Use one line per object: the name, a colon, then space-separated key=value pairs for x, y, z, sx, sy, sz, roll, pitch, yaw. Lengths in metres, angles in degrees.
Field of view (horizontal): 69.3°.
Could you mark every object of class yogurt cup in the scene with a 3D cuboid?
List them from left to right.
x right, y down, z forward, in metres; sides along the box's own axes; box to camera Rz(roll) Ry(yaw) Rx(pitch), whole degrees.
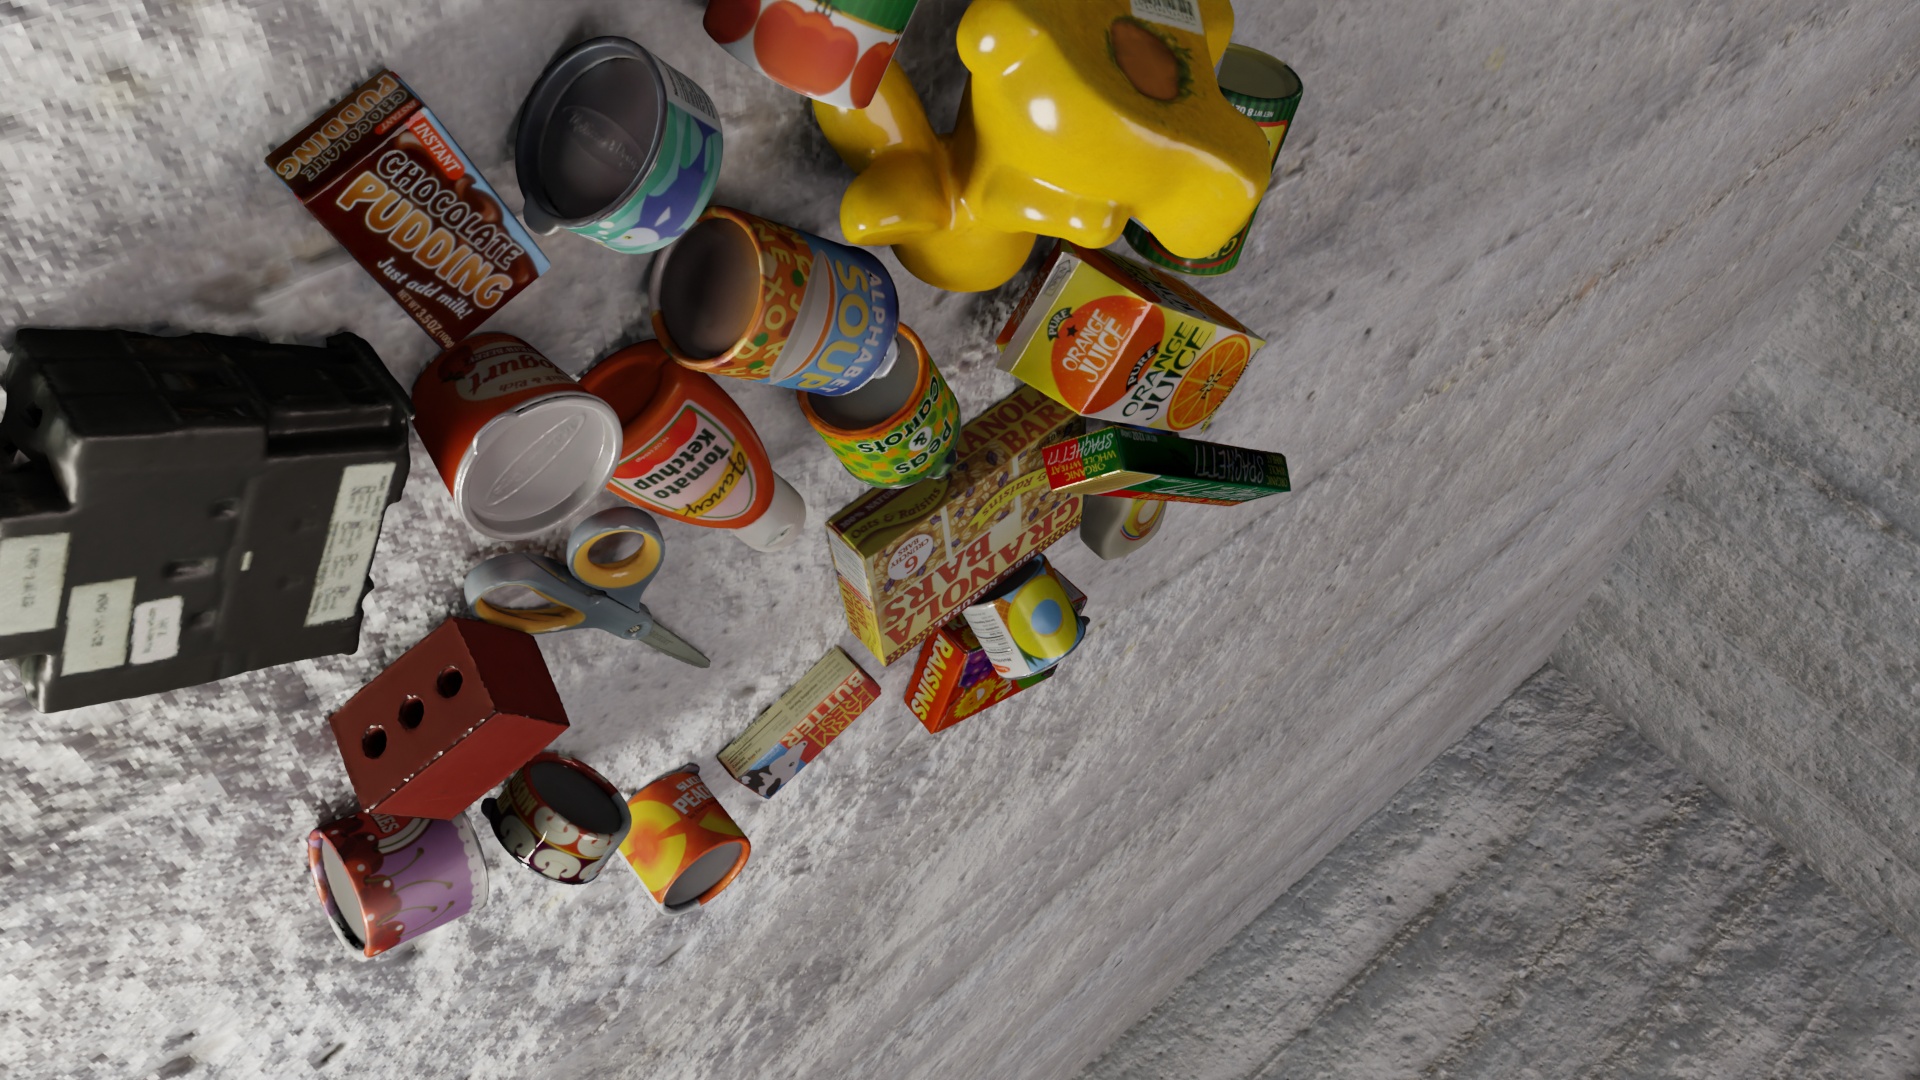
yogurt cup: x=-0.171 y=-0.042 z=0.528 sx=0.072 sy=0.054 sz=0.072 roll=-34 pitch=151 yaw=-22

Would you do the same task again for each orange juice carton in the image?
orange juice carton: x=0.089 y=-0.114 z=0.779 sx=0.193 sy=0.073 sz=0.071 roll=2 pitch=127 yaw=-55

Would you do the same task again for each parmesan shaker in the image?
parmesan shaker: x=0.129 y=-0.200 z=0.730 sx=0.071 sy=0.071 sz=0.102 roll=-25 pitch=146 yaw=-35

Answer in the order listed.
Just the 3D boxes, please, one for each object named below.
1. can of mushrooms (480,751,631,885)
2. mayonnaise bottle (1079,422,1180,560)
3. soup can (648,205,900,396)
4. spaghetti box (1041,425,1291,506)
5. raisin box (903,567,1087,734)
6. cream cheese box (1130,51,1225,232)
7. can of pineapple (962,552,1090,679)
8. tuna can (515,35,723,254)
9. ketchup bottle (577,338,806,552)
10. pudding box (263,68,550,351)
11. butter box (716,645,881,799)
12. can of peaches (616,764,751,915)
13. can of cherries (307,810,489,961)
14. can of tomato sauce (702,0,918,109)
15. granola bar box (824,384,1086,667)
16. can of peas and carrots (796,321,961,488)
can of mushrooms: x=-0.207 y=0.141 z=0.716 sx=0.033 sy=0.071 sz=0.071 roll=-52 pitch=152 yaw=11
mayonnaise bottle: x=0.119 y=-0.051 z=0.943 sx=0.065 sy=0.041 sz=0.147 roll=-30 pitch=149 yaw=-26
soup can: x=-0.074 y=-0.096 z=0.573 sx=0.084 sy=0.071 sz=0.071 roll=3 pitch=126 yaw=-56
spaghetti box: x=0.139 y=-0.044 z=0.878 sx=0.050 sy=0.029 sz=0.250 roll=-15 pitch=171 yaw=34
raisin box: x=0.025 y=0.078 z=0.988 sx=0.124 sy=0.040 sz=0.085 roll=-20 pitch=144 yaw=-40
cream cheese box: x=0.091 y=-0.209 z=0.676 sx=0.024 sy=0.053 sz=0.103 roll=-29 pitch=149 yaw=-33
can of pineapple: x=0.041 y=0.047 z=0.904 sx=0.071 sy=0.071 sz=0.057 roll=-36 pitch=109 yaw=-19
tuna can: x=-0.117 y=-0.131 z=0.471 sx=0.071 sy=0.071 sz=0.033 roll=-52 pitch=153 yaw=12
ketchup bottle: x=-0.117 y=-0.035 z=0.627 sx=0.064 sy=0.043 sz=0.148 roll=-37 pitch=154 yaw=4
pudding box: x=-0.178 y=-0.107 z=0.457 sx=0.050 sy=0.030 sz=0.083 roll=-43 pitch=153 yaw=-9
butter box: x=-0.100 y=0.116 z=0.876 sx=0.103 sy=0.024 sz=0.053 roll=-43 pitch=152 yaw=-7
can of peaches: x=-0.166 y=0.180 z=0.832 sx=0.071 sy=0.058 sz=0.071 roll=-34 pitch=151 yaw=-22
can of cherries: x=-0.264 y=0.152 z=0.650 sx=0.058 sy=0.071 sz=0.071 roll=-20 pitch=143 yaw=-40
can of tomato sauce: x=-0.045 y=-0.202 z=0.478 sx=0.071 sy=0.071 sz=0.082 roll=-7 pitch=134 yaw=-51
granola bar box: x=0.003 y=-0.010 z=0.835 sx=0.166 sy=0.039 sz=0.123 roll=-36 pitch=151 yaw=-19
can of peas and carrots: x=-0.037 y=-0.065 z=0.669 sx=0.071 sy=0.071 sz=0.058 roll=-44 pitch=152 yaw=-5
